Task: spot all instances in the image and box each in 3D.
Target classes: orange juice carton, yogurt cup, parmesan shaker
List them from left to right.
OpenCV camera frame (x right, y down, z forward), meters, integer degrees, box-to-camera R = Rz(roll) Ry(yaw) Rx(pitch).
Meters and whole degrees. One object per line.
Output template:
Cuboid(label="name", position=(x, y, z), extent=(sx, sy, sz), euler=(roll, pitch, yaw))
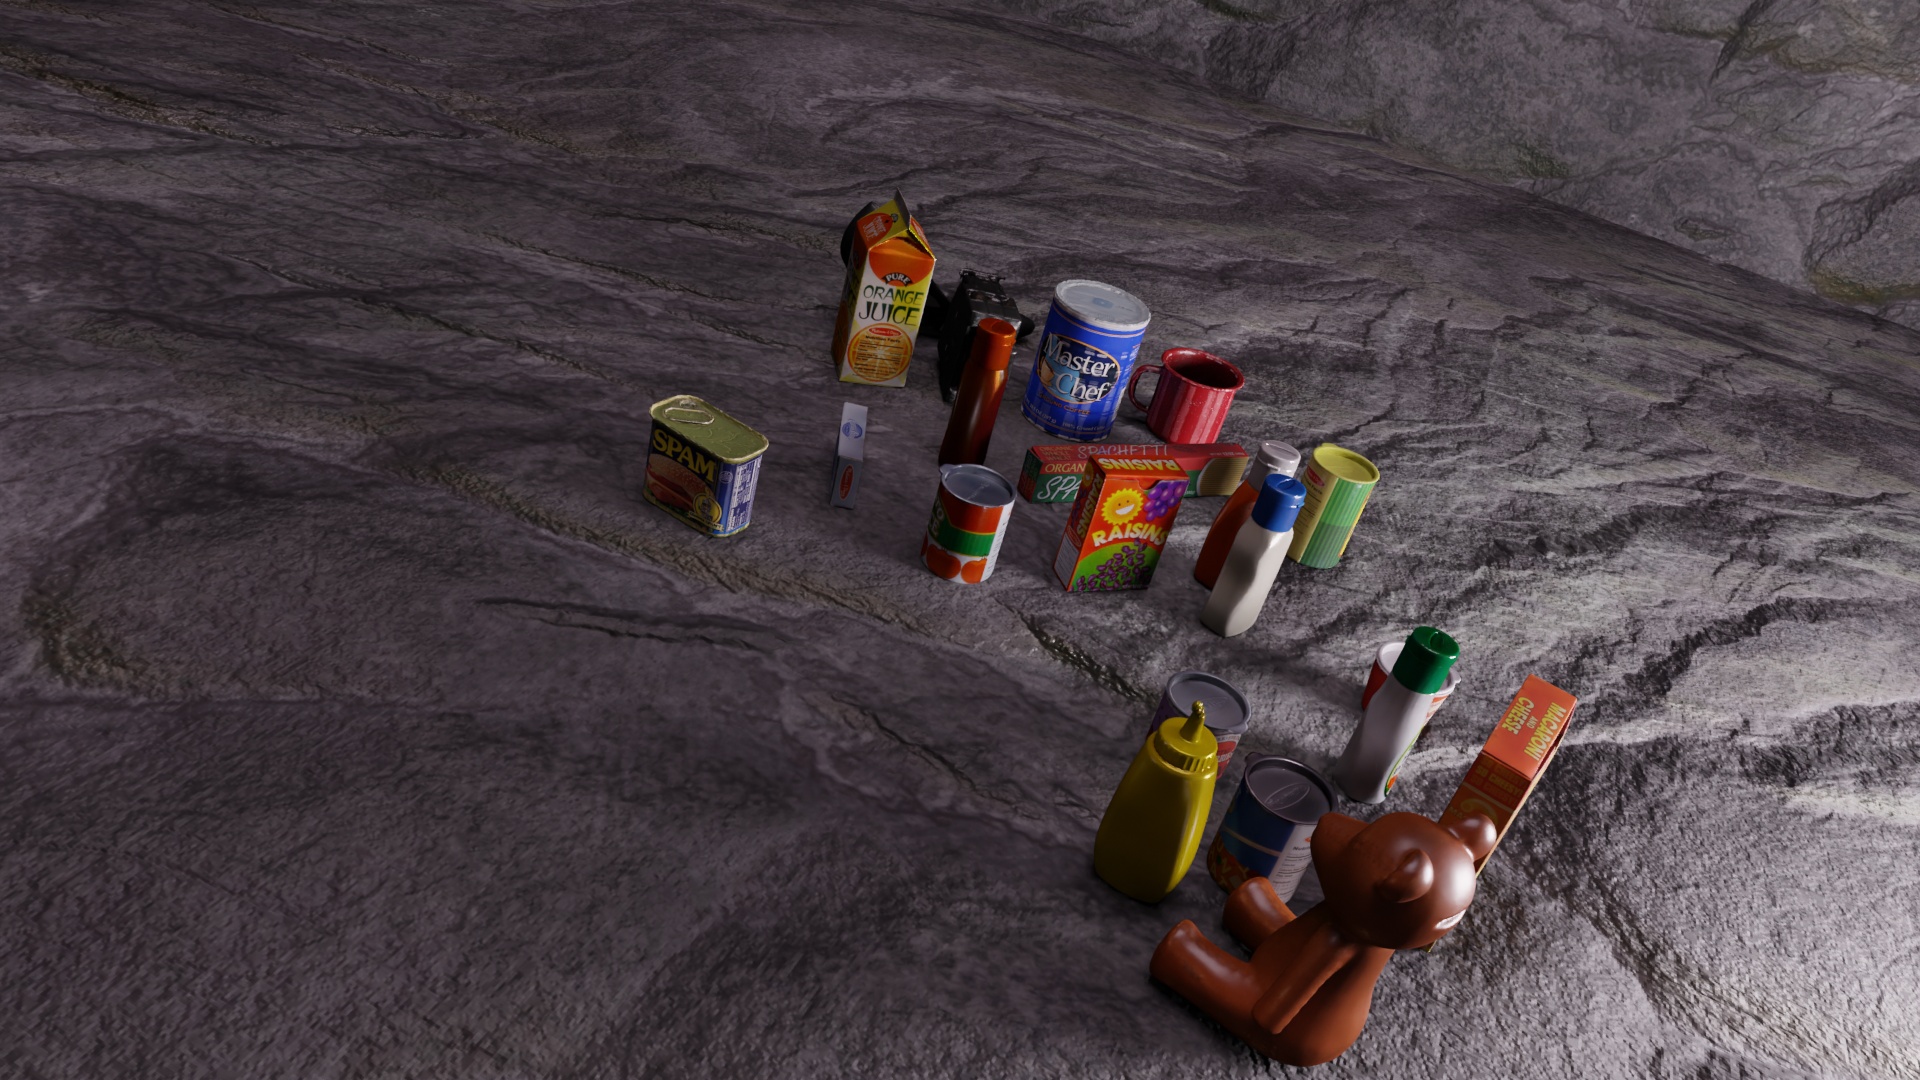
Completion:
Cuboid(label="orange juice carton", position=(-0.078, -0.260, 1.430), extent=(0.073, 0.191, 0.072), euler=(5, 34, -18))
Cuboid(label="parmesan shaker", position=(0.357, -0.034, 1.358), extent=(0.071, 0.102, 0.072), euler=(11, 33, -7))
Cuboid(label="yogurt cup", position=(0.374, 0.126, 1.169), extent=(0.072, 0.053, 0.073), euler=(11, 33, -7))

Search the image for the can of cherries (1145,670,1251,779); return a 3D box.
Cuboid(label="can of cherries", position=(0.181, 0.143, 1.055), extent=(0.071, 0.058, 0.072), euler=(11, 33, -7))

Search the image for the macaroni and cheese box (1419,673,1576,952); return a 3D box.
Cuboid(label="macaroni and cheese box", position=(0.361, 0.188, 0.964), extent=(0.040, 0.165, 0.124), euler=(31, 35, 23))

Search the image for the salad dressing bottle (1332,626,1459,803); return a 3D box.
Cuboid(label="salad dressing bottle", position=(0.330, 0.133, 1.053), extent=(0.044, 0.146, 0.064), euler=(27, 34, 16))

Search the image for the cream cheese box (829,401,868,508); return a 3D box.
Cuboid(label="cream cheese box", position=(-0.103, -0.079, 1.274), extent=(0.024, 0.053, 0.104), euler=(11, 33, -8))

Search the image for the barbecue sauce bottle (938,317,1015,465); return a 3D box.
Cuboid(label="barbecue sauce bottle", position=(0.018, -0.139, 1.329), extent=(0.044, 0.147, 0.065), euler=(22, 33, 10))

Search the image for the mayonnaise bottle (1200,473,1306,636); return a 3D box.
Cuboid(label="mayonnaise bottle", position=(0.256, 0.012, 1.203), extent=(0.041, 0.147, 0.065), euler=(35, 37, 27))

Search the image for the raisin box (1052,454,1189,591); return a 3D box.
Cuboid(label="raisin box", position=(0.139, -0.015, 1.216), extent=(0.086, 0.122, 0.040), euler=(0, 35, -24))

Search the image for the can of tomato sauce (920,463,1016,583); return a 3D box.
Cuboid(label="can of tomato sauce", position=(0.004, -0.015, 1.195), extent=(0.071, 0.082, 0.071), euler=(11, 33, -7))

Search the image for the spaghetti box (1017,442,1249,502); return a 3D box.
Cuboid(label="spaghetti box", position=(0.174, -0.068, 1.381), extent=(0.251, 0.050, 0.029), euler=(-3, 37, -27))

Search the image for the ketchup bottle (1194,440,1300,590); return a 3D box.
Cuboid(label="ketchup bottle", position=(0.263, -0.019, 1.252), extent=(0.065, 0.148, 0.044), euler=(24, 33, 12))

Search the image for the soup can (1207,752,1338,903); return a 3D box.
Cuboid(label="soup can", position=(0.212, 0.199, 0.960), extent=(0.071, 0.083, 0.072), euler=(11, 33, -7))

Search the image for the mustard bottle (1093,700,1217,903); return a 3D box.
Cuboid(label="mustard bottle", position=(0.135, 0.165, 0.908), extent=(0.065, 0.159, 0.049), euler=(27, 34, 16))
